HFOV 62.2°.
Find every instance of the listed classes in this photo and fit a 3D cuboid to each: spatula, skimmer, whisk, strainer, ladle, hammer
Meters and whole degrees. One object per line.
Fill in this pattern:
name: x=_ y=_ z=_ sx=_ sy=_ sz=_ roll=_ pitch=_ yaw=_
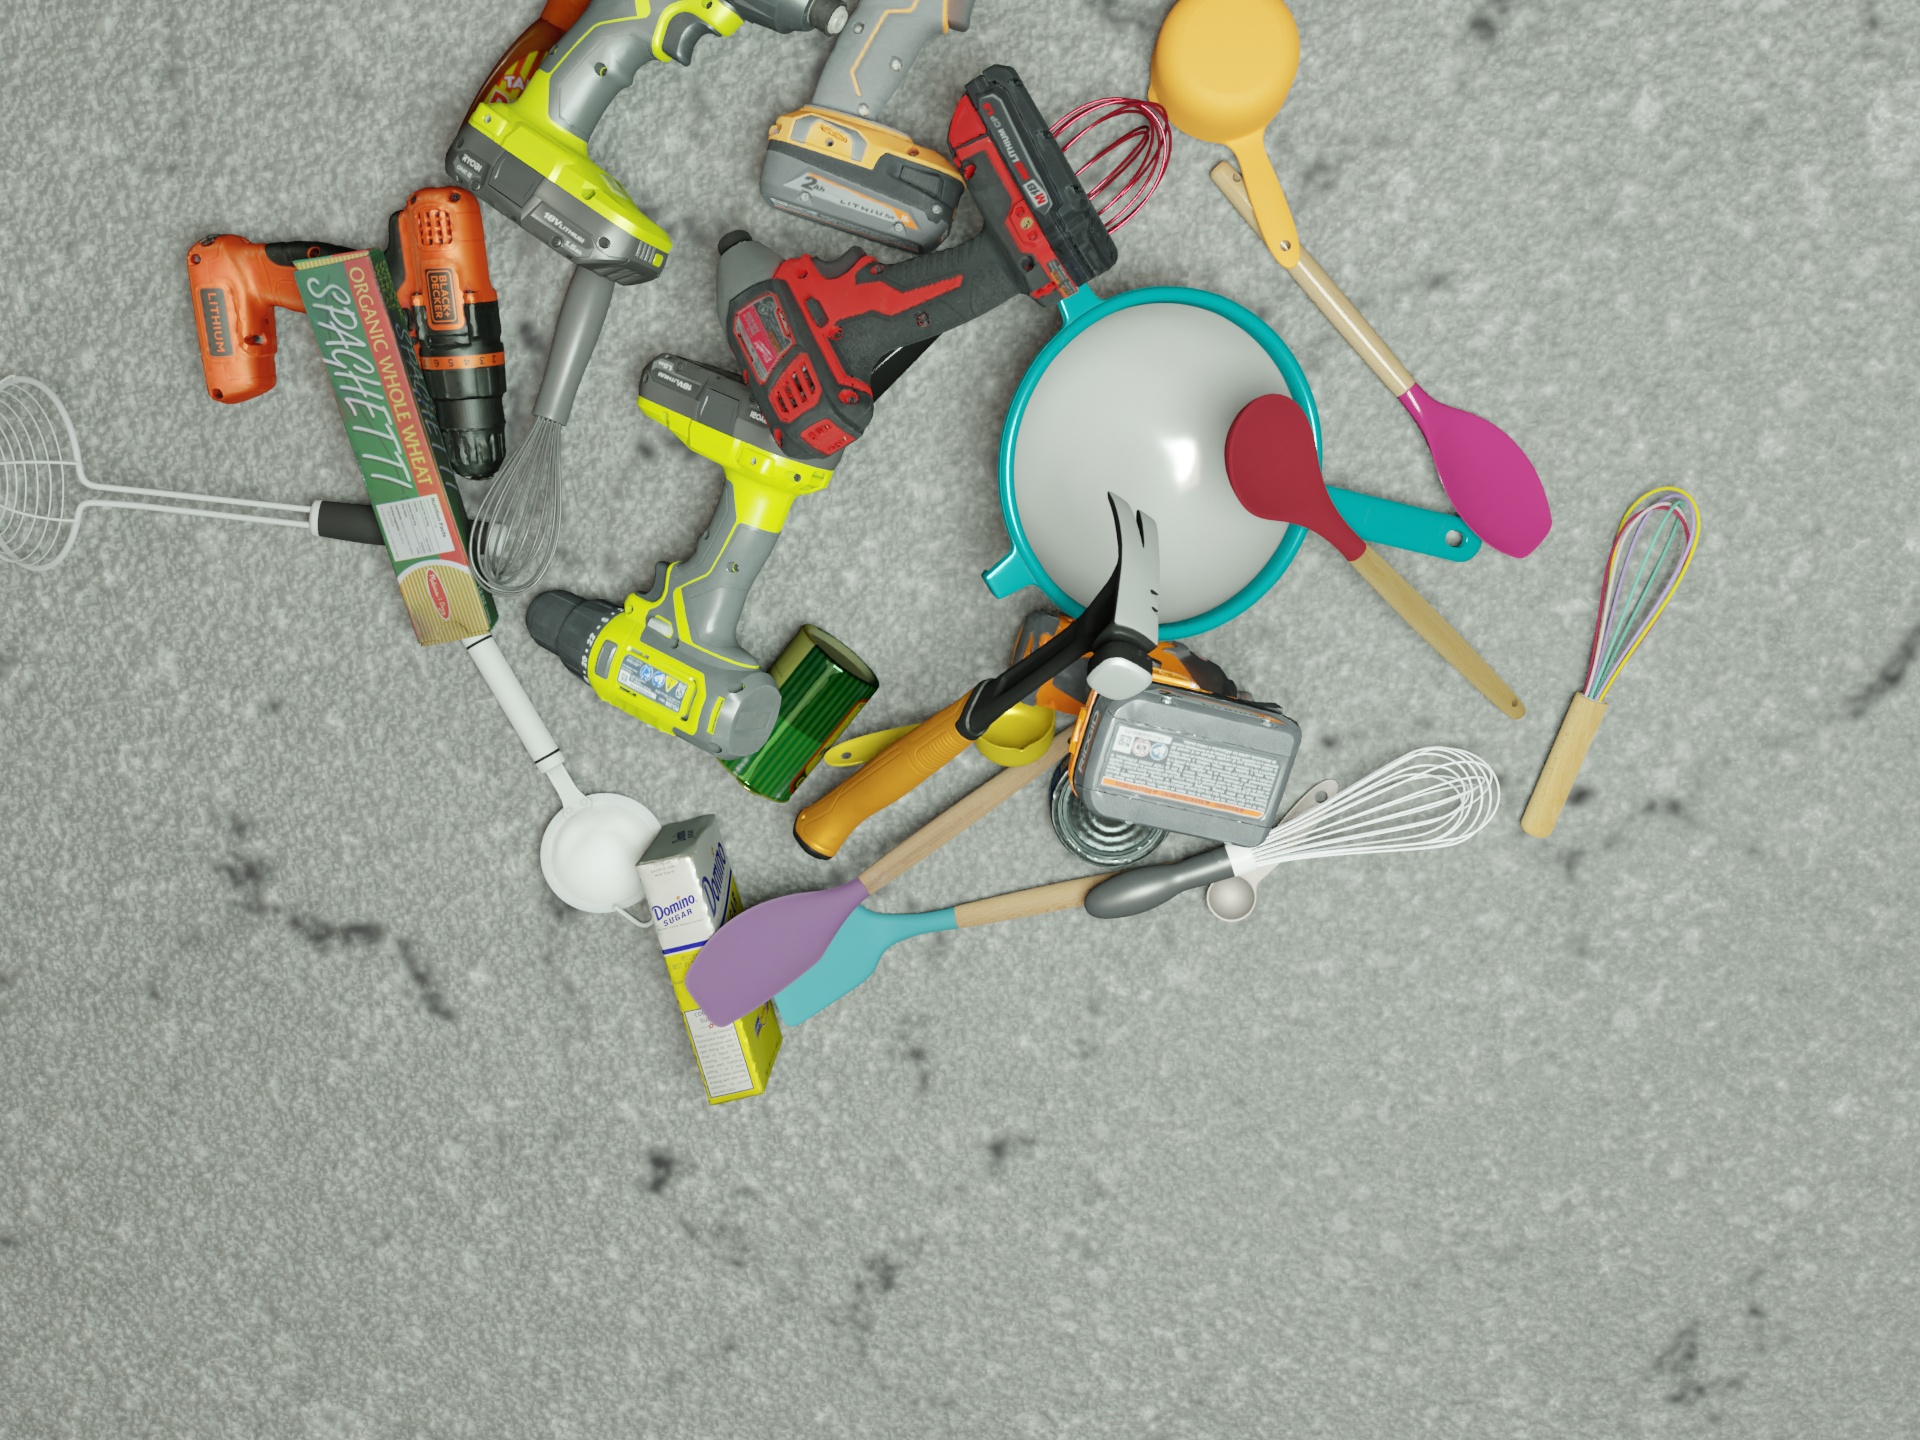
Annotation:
spatula: x=-0.045 y=0.093 z=1.057 sx=0.316 sy=0.018 sz=0.059 roll=-34 pitch=103 yaw=-9
skimmer: x=-0.487 y=-0.148 z=1.066 sx=0.363 sy=0.090 sz=0.127 roll=6 pitch=104 yaw=-9
spatula: x=0.022 y=0.136 z=1.099 sx=0.317 sy=0.044 sz=0.082 roll=-13 pitch=99 yaw=5
whisk: x=0.422 y=-0.036 z=1.047 sx=0.047 sy=0.051 sz=0.245 roll=23 pitch=108 yaw=19
whisk: x=0.218 y=0.081 z=1.062 sx=0.284 sy=0.070 sz=0.070 roll=-18 pitch=102 yaw=7
strainer: x=0.170 y=-0.150 z=1.013 sx=0.340 sy=0.095 sz=0.211 roll=10 pitch=99 yaw=-21
ladle: x=0.265 y=-0.091 z=0.995 sx=0.315 sy=0.031 sz=0.069 roll=38 pitch=82 yaw=-27
hammer: x=-0.002 y=-0.003 z=0.955 sx=0.034 sy=0.127 sz=0.337 roll=28 pitch=139 yaw=-25
strainer: x=-0.280 y=0.036 z=1.094 sx=0.087 sy=0.050 sz=0.258 roll=-30 pitch=97 yaw=-7
whisk: x=0.012 y=-0.280 z=0.998 sx=0.296 sy=0.073 sz=0.073 roll=-39 pitch=98 yaw=16
whisk: x=-0.261 y=-0.194 z=1.022 sx=0.055 sy=0.055 sz=0.239 roll=17 pitch=90 yaw=-1

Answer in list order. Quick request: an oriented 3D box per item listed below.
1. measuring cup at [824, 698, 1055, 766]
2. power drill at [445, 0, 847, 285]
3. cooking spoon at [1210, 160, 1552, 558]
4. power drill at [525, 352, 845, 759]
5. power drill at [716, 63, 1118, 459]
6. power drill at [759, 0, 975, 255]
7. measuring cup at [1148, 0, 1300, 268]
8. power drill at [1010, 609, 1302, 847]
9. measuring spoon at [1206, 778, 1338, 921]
measuring cup: x=-0.013 y=0.016 z=1.060 sx=0.156 sy=0.062 sz=0.029 roll=-12 pitch=141 yaw=-3
power drill: x=-0.182 y=-0.375 z=0.922 sx=0.171 sy=0.080 sz=0.223 roll=36 pitch=101 yaw=7
cooking spoon: x=0.267 y=-0.230 z=1.013 sx=0.069 sy=0.017 sz=0.319 roll=-45 pitch=97 yaw=-18
power drill: x=-0.179 y=-0.110 z=1.019 sx=0.191 sy=0.080 sz=0.228 roll=26 pitch=103 yaw=24
power drill: x=-0.036 y=-0.259 z=0.899 sx=0.219 sy=0.078 sz=0.143 roll=-30 pitch=75 yaw=13
power drill: x=-0.012 y=-0.402 z=0.961 sx=0.185 sy=0.084 sz=0.226 roll=17 pitch=99 yaw=-3
measuring cup: x=0.175 y=-0.360 z=0.959 sx=0.095 sy=0.052 sz=0.173 roll=-20 pitch=92 yaw=3
power drill: x=0.126 y=-0.002 z=0.968 sx=0.164 sy=0.227 sz=0.084 roll=12 pitch=105 yaw=-12
measuring spoon: x=0.216 y=0.087 z=1.096 sx=0.034 sy=0.018 sz=0.124 roll=41 pitch=95 yaw=-3
